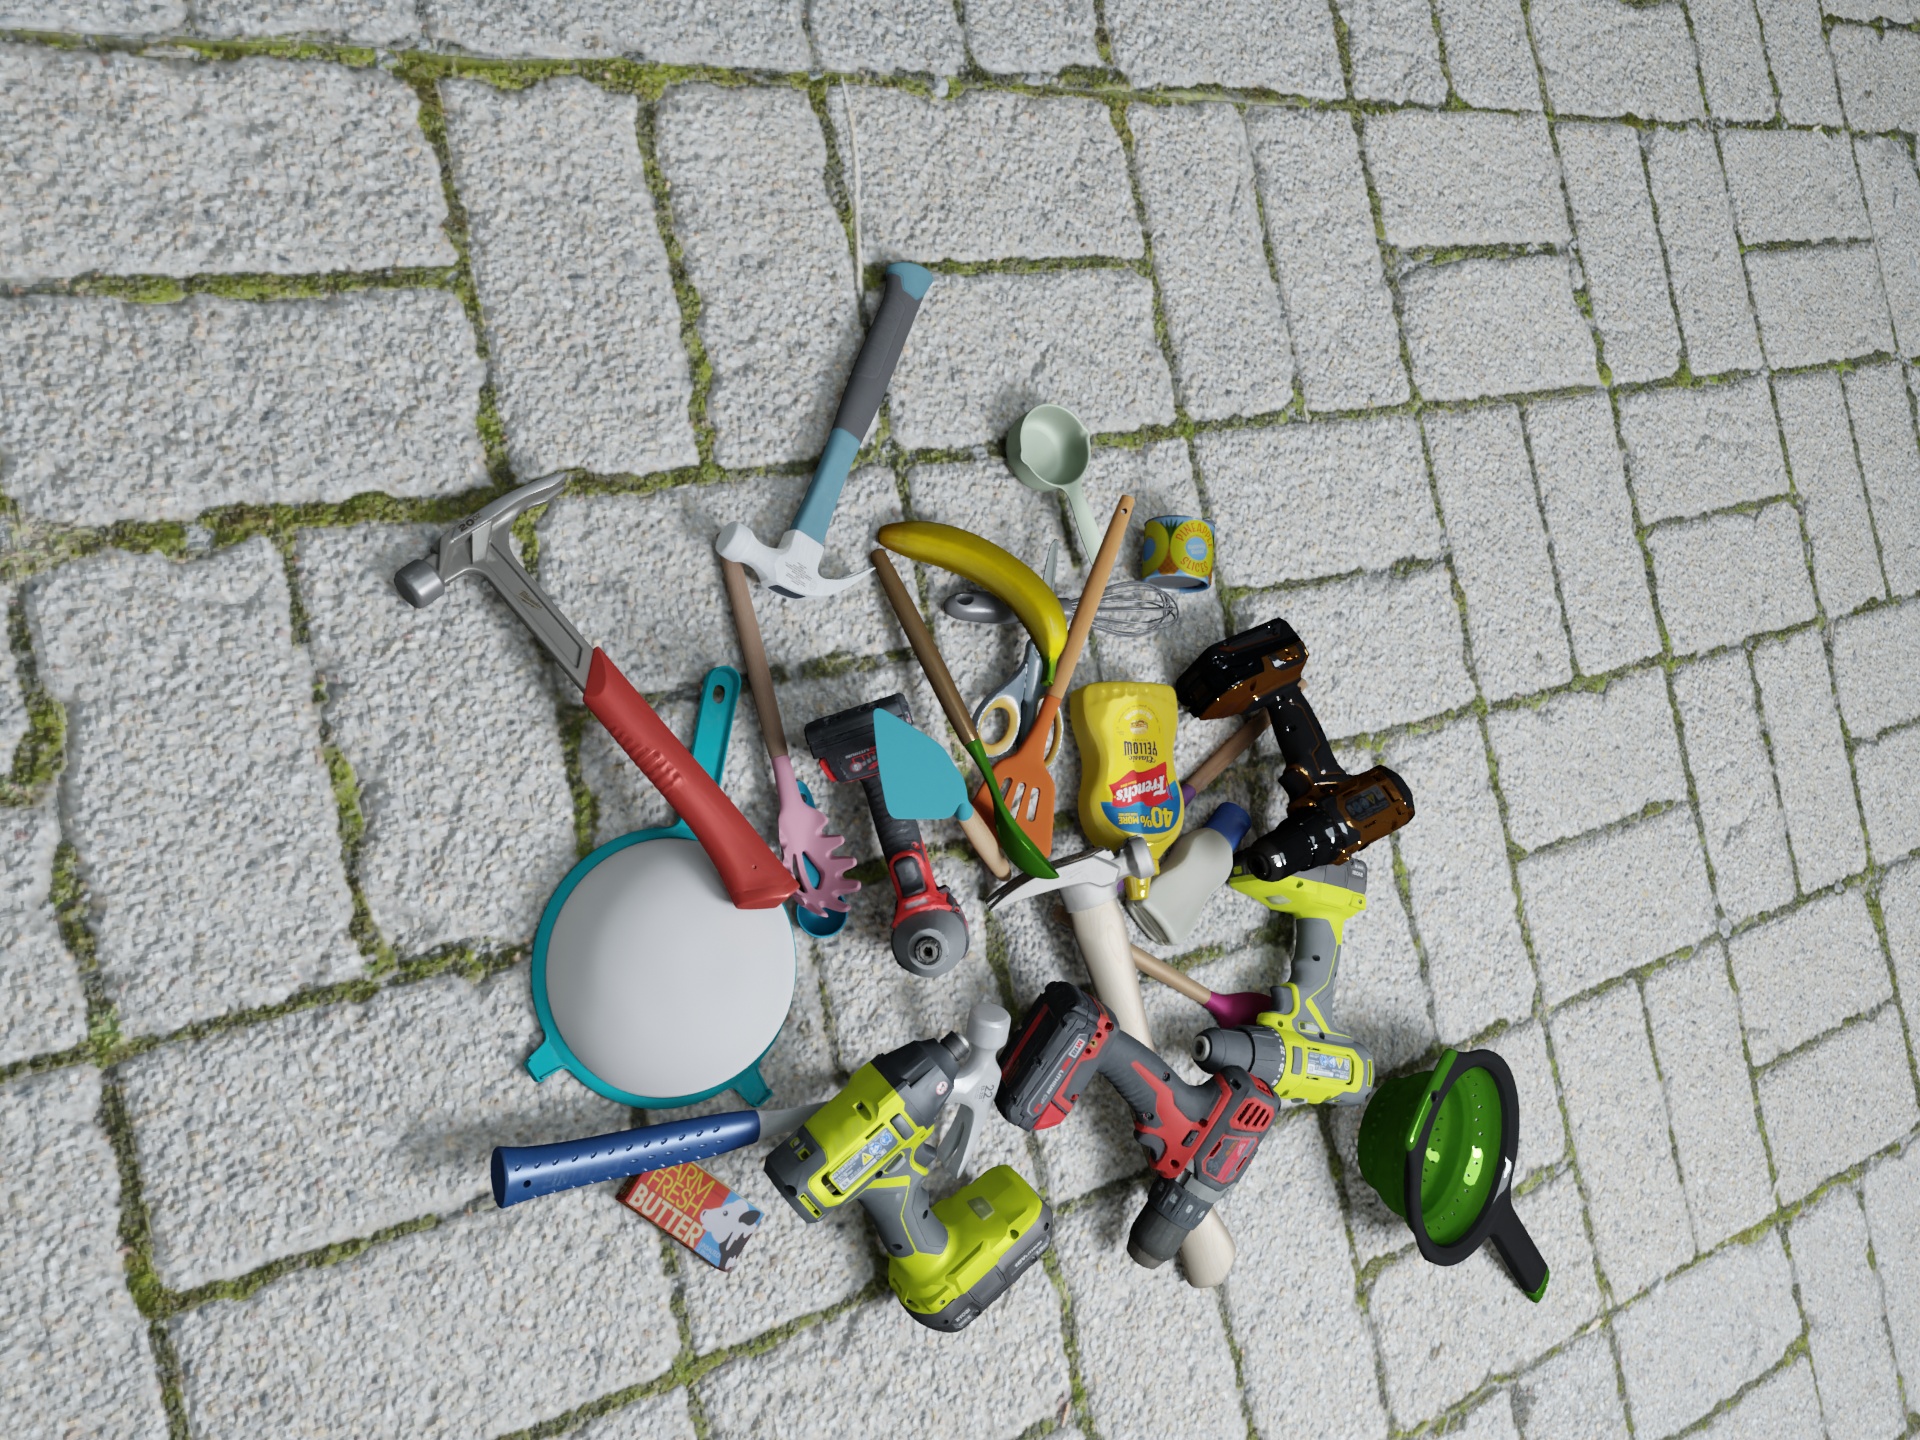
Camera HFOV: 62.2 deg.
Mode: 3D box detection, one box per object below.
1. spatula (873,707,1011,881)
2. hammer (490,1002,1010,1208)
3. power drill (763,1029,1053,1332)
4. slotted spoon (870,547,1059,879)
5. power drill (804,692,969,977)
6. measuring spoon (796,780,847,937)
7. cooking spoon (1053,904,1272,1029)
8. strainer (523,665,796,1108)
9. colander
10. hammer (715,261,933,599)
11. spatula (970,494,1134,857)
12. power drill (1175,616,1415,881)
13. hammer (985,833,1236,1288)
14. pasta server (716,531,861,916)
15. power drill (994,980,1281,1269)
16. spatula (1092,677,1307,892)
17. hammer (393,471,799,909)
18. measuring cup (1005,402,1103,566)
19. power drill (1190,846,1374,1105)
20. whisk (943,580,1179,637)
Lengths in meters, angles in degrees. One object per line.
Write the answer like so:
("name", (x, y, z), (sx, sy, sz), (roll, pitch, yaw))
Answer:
("spatula", (-0.003, 0.079, 1.231), (0.044, 0.317, 0.082), (-13, 67, 7))
("hammer", (-0.143, 0.305, 1.181), (0.405, 0.035, 0.144), (-3, 112, -33))
("power drill", (-0.026, 0.349, 1.210), (0.171, 0.080, 0.223), (-40, 124, -12))
("slotted spoon", (-0.002, -0.004, 1.319), (0.031, 0.070, 0.314), (-27, 81, 5))
("power drill", (-0.049, 0.094, 1.248), (0.078, 0.143, 0.219), (-18, 92, 1))
("measuring spoon", (-0.121, 0.112, 1.278), (0.042, 0.021, 0.129), (-7, 78, -21))
("cooking spoon", (0.206, 0.243, 1.454), (0.318, 0.017, 0.069), (32, 68, -25))
("strainer", (-0.191, 0.120, 1.184), (0.210, 0.095, 0.340), (15, 77, -29))
("colander", (0.485, 0.460, 1.567), (0.204, 0.094, 0.396), (-55, 129, -25))
("hammer", (-0.092, -0.248, 1.324), (0.128, 0.033, 0.331), (33, 65, -33))
("spatula", (0.090, -0.043, 1.362), (0.081, 0.041, 0.322), (21, 88, -4))
("power drill", (0.290, 0.033, 1.454), (0.185, 0.084, 0.226), (-22, 72, -32))
("hammer", (0.148, 0.311, 1.384), (0.146, 0.038, 0.410), (-18, 100, -2))
("pasta server", (-0.145, 0.001, 1.252), (0.060, 0.040, 0.316), (-11, 85, -38))
("power drill", (0.136, 0.342, 1.332), (0.226, 0.080, 0.188), (31, 94, -13))
("spatula", (0.230, 0.049, 1.496), (0.316, 0.018, 0.059), (-39, 99, -28))
("hammer", (-0.238, -0.011, 1.155), (0.149, 0.036, 0.359), (-40, 88, -28))
("measuring cup", (0.093, -0.202, 1.436), (0.083, 0.038, 0.167), (-27, 100, -31))
("power drill", (0.298, 0.233, 1.465), (0.190, 0.080, 0.229), (16, 71, -29))
("whisk", (0.092, -0.101, 1.418), (0.239, 0.055, 0.055), (-1, 84, -27))
